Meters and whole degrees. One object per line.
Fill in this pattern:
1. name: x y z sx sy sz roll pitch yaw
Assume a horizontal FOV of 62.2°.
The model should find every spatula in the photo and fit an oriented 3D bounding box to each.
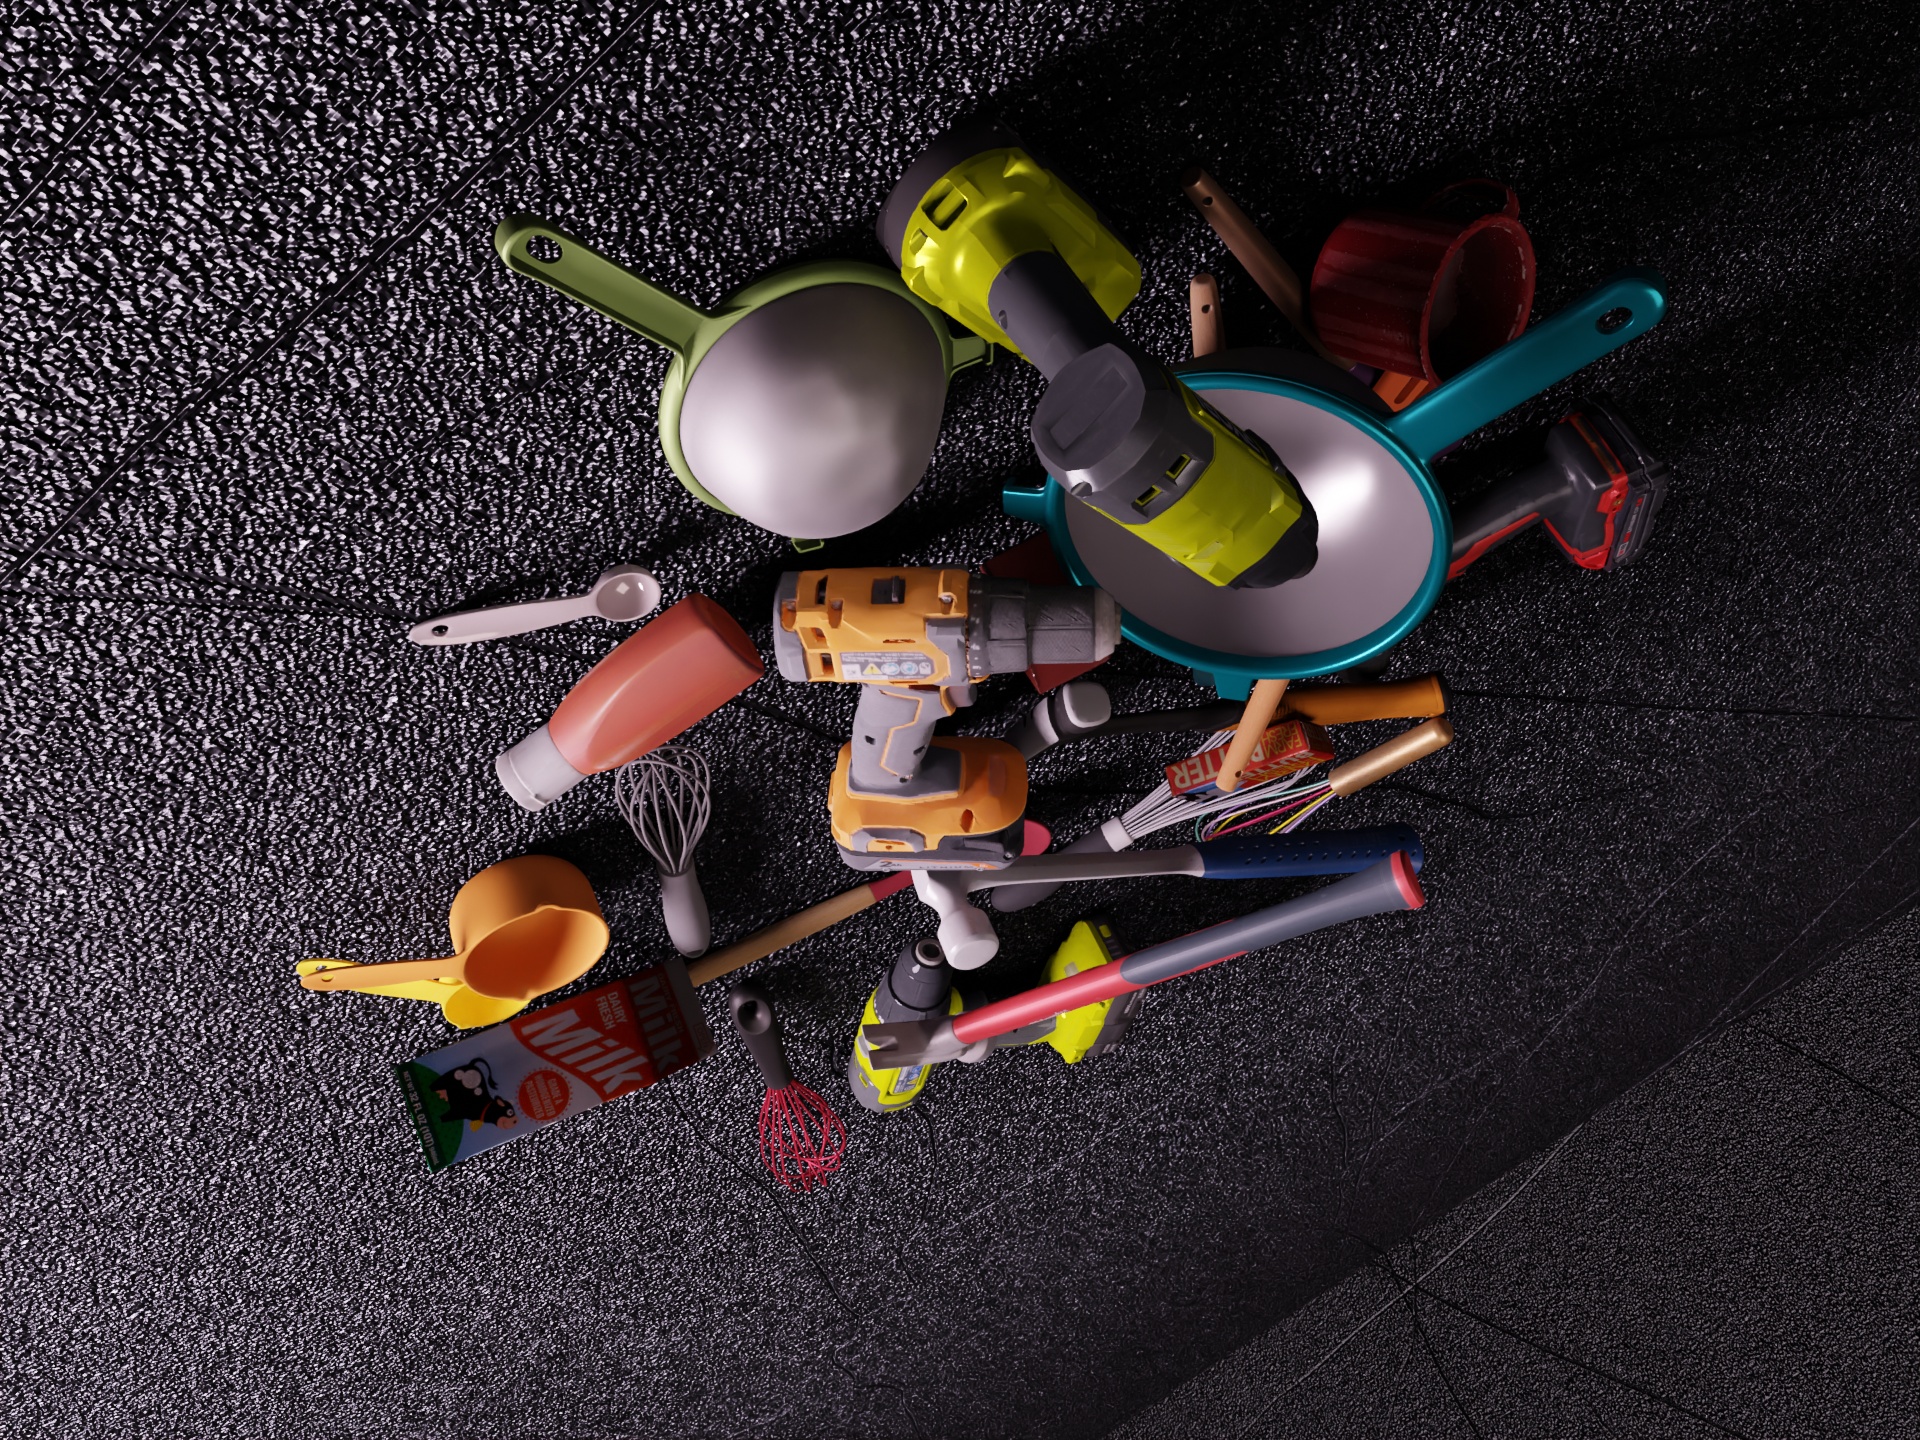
1. spatula: 0.229 -0.093 0.964 0.081 0.041 0.322 7 115 -34
2. spatula: 0.161 -0.133 0.943 0.082 0.044 0.317 -12 144 7
3. spatula: 0.202 -0.212 0.887 0.060 0.018 0.315 -28 146 26

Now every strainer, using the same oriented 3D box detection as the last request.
1. strainer: -0.094 -0.149 0.716 0.151 0.069 0.256 -44 144 20
2. strainer: 0.197 -0.148 0.806 0.210 0.095 0.340 38 138 -21

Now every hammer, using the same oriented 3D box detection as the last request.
1. hammer: 0.190 -0.002 1.077 0.336 0.034 0.127 -5 162 -25
2. hammer: 0.151 0.092 1.101 0.405 0.144 0.035 0 135 -27
3. hammer: 0.117 0.165 1.060 0.386 0.038 0.143 -24 161 27

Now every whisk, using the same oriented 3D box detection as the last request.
1. whisk: 0.144 0.068 1.178 0.284 0.070 0.070 -31 146 11
2. whisk: -0.140 0.292 1.257 0.073 0.073 0.295 -22 139 -11
3. whisk: -0.174 0.087 0.984 0.055 0.055 0.238 -19 148 -16
4. whisk: 0.269 0.053 1.205 0.245 0.051 0.047 -35 174 42

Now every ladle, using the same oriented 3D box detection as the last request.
1. ladle: -0.085 0.133 1.120 0.315 0.031 0.069 -24 143 -5

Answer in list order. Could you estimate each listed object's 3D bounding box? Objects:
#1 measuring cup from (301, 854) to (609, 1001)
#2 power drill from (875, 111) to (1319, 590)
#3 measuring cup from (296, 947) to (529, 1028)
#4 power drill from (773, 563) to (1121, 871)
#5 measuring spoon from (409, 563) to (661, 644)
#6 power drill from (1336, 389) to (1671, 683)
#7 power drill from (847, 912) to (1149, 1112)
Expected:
1. measuring cup: -0.297 0.123 0.933 0.173 0.052 0.095 -4 138 -29
2. power drill: 0.065 -0.152 0.691 0.080 0.223 0.171 -44 143 20
3. measuring cup: -0.331 0.152 0.967 0.062 0.029 0.156 -44 140 20
4. power drill: -0.001 -0.003 0.916 0.185 0.084 0.226 -1 142 4
5. measuring spoon: -0.213 -0.059 0.799 0.124 0.018 0.034 -12 142 -13
6. power drill: 0.347 -0.110 1.081 0.226 0.080 0.187 -24 152 -1
7. power drill: 0.030 0.225 1.275 0.228 0.080 0.190 -8 140 -24
